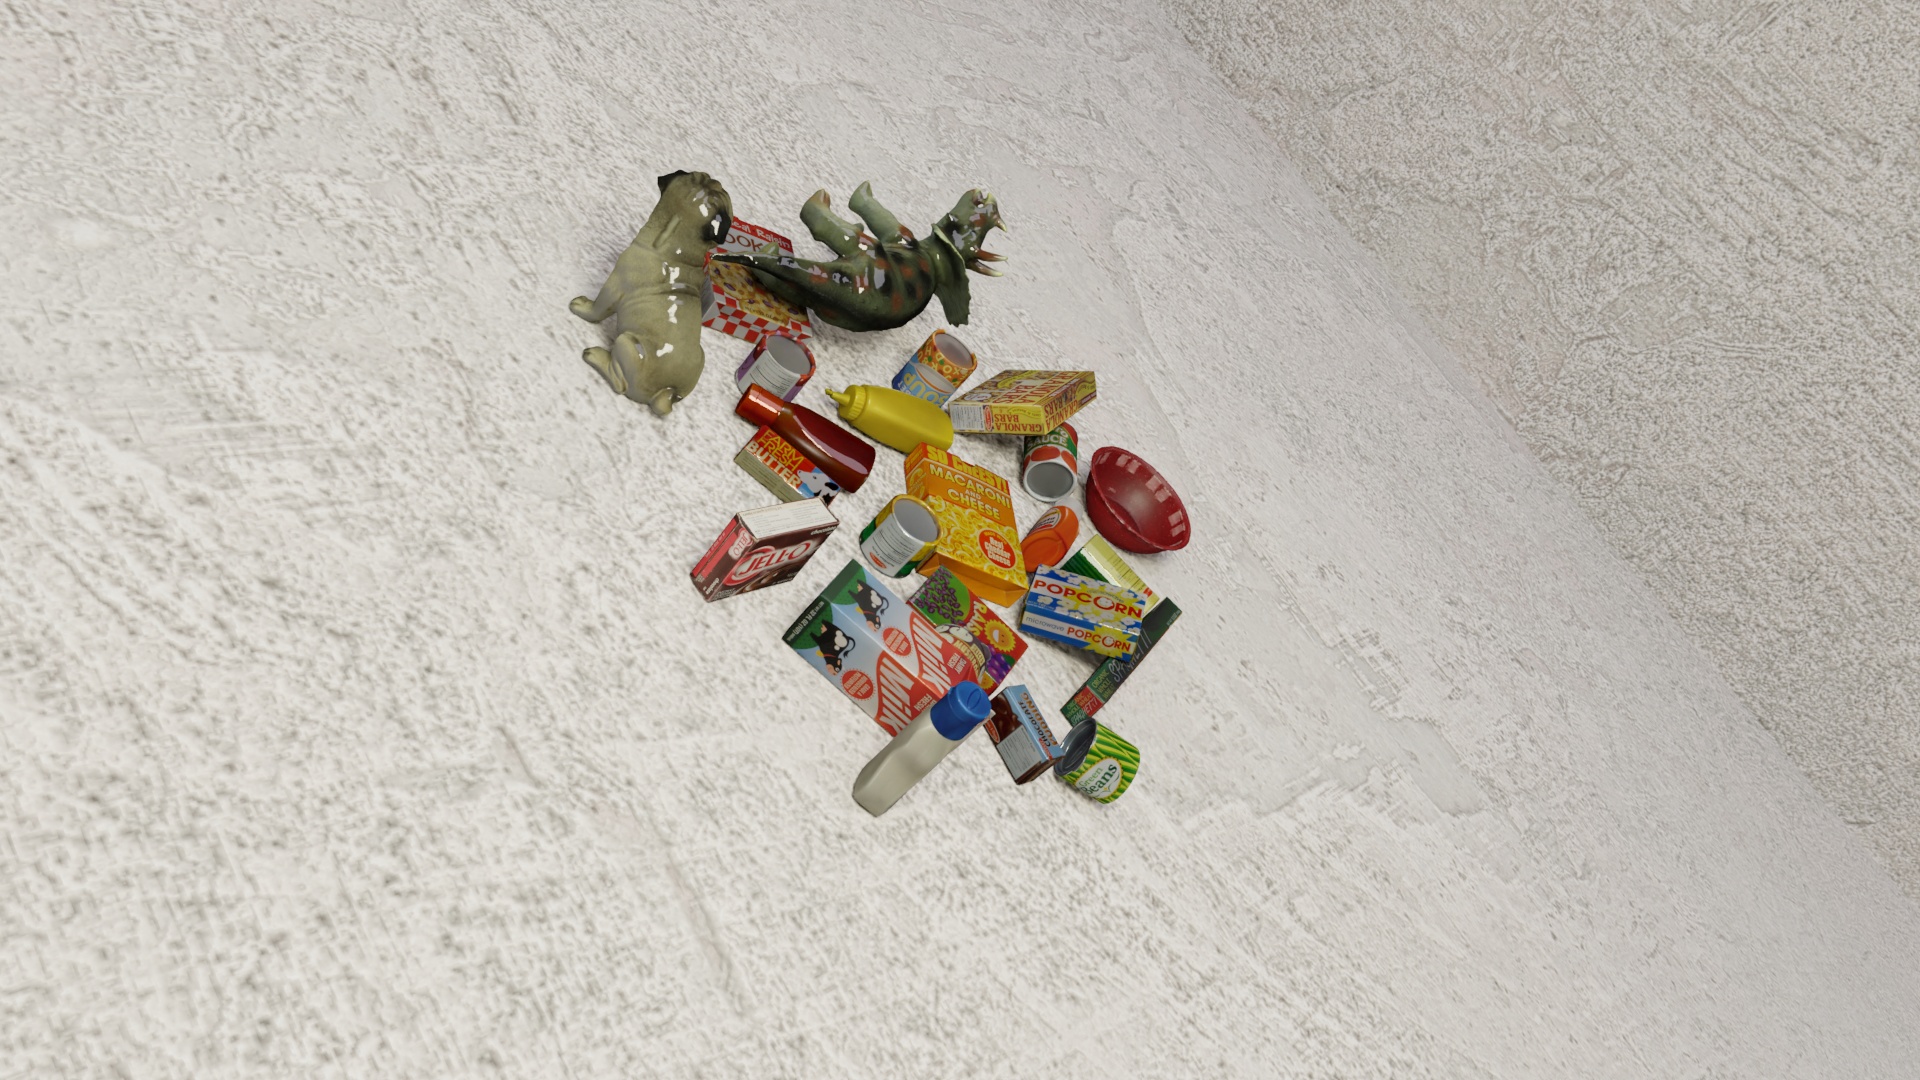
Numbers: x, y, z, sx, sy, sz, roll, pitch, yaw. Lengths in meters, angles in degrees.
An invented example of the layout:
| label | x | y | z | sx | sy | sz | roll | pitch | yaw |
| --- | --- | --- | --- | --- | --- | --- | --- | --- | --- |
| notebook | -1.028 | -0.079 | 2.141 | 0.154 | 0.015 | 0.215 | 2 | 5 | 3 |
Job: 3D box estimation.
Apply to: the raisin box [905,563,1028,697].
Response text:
| label | x | y | z | sx | sy | sz | roll | pitch | yaw |
| --- | --- | --- | --- | --- | --- | --- | --- | --- | --- |
| raisin box | -0.001 | 0.093 | 1.381 | 0.123 | 0.040 | 0.086 | 43 | 33 | 0 |

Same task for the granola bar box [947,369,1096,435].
| label | x | y | z | sx | sy | sz | roll | pitch | yaw |
| --- | --- | --- | --- | --- | --- | --- | --- | --- | --- |
| granola bar box | 0.077 | -0.167 | 1.674 | 0.166 | 0.124 | 0.039 | -38 | 127 | -56 |

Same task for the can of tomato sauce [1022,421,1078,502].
| label | x | y | z | sx | sy | sz | roll | pitch | yaw |
| --- | --- | --- | --- | --- | --- | --- | --- | --- | --- |
| can of tomato sauce | 0.108 | -0.098 | 1.670 | 0.071 | 0.071 | 0.083 | 30 | 37 | -20 |

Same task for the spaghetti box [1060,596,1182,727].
| label | x | y | z | sx | sy | sz | roll | pitch | yaw |
| --- | --- | --- | --- | --- | --- | --- | --- | --- | --- |
| spaghetti box | 0.179 | 0.130 | 1.518 | 0.029 | 0.050 | 0.251 | 46 | 34 | 5 |

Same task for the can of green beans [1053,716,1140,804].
| label | x | y | z | sx | sy | sz | roll | pitch | yaw |
| --- | --- | --- | --- | --- | --- | --- | --- | --- | --- |
| can of green beans | 0.134 | 0.217 | 1.365 | 0.058 | 0.071 | 0.071 | 35 | 35 | -14 |

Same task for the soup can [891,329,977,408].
| label | x | y | z | sx | sy | sz | roll | pitch | yaw |
| --- | --- | --- | --- | --- | --- | --- | --- | --- | --- |
| soup can | -0.031 | -0.193 | 1.616 | 0.071 | 0.083 | 0.072 | 27 | 38 | -24 |

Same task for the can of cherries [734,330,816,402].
| label | x | y | z | sx | sy | sz | roll | pitch | yaw |
| --- | --- | --- | --- | --- | --- | --- | --- | --- | --- |
| can of cherries | -0.193 | -0.179 | 1.455 | 0.071 | 0.058 | 0.072 | 27 | 38 | -23 |

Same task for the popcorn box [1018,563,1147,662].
| label | x | y | z | sx | sy | sz | roll | pitch | yaw |
| --- | --- | --- | --- | --- | --- | --- | --- | --- | --- |
| popcorn box | 0.132 | 0.077 | 1.490 | 0.127 | 0.038 | 0.085 | 16 | 31 | 5 |

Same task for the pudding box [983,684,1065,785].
| label | x | y | z | sx | sy | sz | roll | pitch | yaw |
| --- | --- | --- | --- | --- | --- | --- | --- | --- | --- |
| pudding box | 0.058 | 0.185 | 1.333 | 0.030 | 0.049 | 0.084 | -3 | 56 | -50 |

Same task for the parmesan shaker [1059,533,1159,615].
| label | x | y | z | sx | sy | sz | roll | pitch | yaw |
| --- | --- | --- | --- | --- | --- | --- | --- | --- | --- |
| parmesan shaker | 0.168 | 0.050 | 1.578 | 0.103 | 0.071 | 0.071 | 47 | 34 | 5 |

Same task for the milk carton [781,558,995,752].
| label | x | y | z | sx | sy | sz | roll | pitch | yaw |
| --- | --- | --- | --- | --- | --- | --- | --- | --- | --- |
| milk carton | -0.059 | 0.114 | 1.268 | 0.190 | 0.072 | 0.074 | 42 | 34 | -3 |

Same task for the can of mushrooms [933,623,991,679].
| label | x | y | z | sx | sy | sz | roll | pitch | yaw |
| --- | --- | --- | --- | --- | --- | --- | --- | --- | --- |
| can of mushrooms | -0.009 | 0.115 | 1.321 | 0.071 | 0.070 | 0.034 | 44 | 35 | 0 |

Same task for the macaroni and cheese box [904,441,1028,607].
| label | x | y | z | sx | sy | sz | roll | pitch | yaw |
| --- | --- | --- | --- | --- | --- | --- | --- | --- | --- |
| macaroni and cheese box | 0.005 | -0.019 | 1.505 | 0.124 | 0.040 | 0.167 | 23 | 40 | -30 |

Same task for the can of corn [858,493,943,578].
| label | x | y | z | sx | sy | sz | roll | pitch | yaw |
| --- | --- | --- | --- | --- | --- | --- | --- | --- | --- |
| can of corn | -0.059 | -0.006 | 1.409 | 0.071 | 0.058 | 0.071 | 28 | 38 | -24 |

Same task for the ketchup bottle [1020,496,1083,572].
| label | x | y | z | sx | sy | sz | roll | pitch | yaw |
| --- | --- | --- | --- | --- | --- | --- | --- | --- | --- |
| ketchup bottle | 0.109 | -0.011 | 1.589 | 0.043 | 0.064 | 0.149 | 57 | 24 | -8 |

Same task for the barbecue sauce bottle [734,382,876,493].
| label | x | y | z | sx | sy | sz | roll | pitch | yaw |
| --- | --- | --- | --- | --- | --- | --- | --- | --- | --- |
| barbecue sauce bottle | -0.159 | -0.109 | 1.429 | 0.148 | 0.043 | 0.065 | 32 | 33 | -17 |

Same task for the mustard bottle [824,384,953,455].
| label | x | y | z | sx | sy | sz | roll | pitch | yaw |
| --- | --- | --- | --- | --- | --- | --- | --- | --- | --- |
| mustard bottle | -0.083 | -0.139 | 1.534 | 0.160 | 0.048 | 0.065 | 20 | 41 | -31 |

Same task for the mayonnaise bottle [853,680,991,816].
| label | x | y | z | sx | sy | sz | roll | pitch | yaw |
| --- | --- | --- | --- | --- | --- | --- | --- | --- | --- |
| mayonnaise bottle | -0.031 | 0.172 | 1.167 | 0.041 | 0.147 | 0.065 | 42 | 34 | -5 |

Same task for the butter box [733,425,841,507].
| label | x | y | z | sx | sy | sz | roll | pitch | yaw |
| --- | --- | --- | --- | --- | --- | --- | --- | --- | --- |
| butter box | -0.172 | -0.066 | 1.386 | 0.103 | 0.024 | 0.053 | 40 | 35 | -6 |

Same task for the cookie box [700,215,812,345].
| label | x | y | z | sx | sy | sz | roll | pitch | yaw |
| --- | --- | --- | --- | --- | --- | --- | --- | --- | --- |
| cookie box | -0.237 | -0.291 | 1.545 | 0.123 | 0.040 | 0.168 | 16 | 43 | -35 |
